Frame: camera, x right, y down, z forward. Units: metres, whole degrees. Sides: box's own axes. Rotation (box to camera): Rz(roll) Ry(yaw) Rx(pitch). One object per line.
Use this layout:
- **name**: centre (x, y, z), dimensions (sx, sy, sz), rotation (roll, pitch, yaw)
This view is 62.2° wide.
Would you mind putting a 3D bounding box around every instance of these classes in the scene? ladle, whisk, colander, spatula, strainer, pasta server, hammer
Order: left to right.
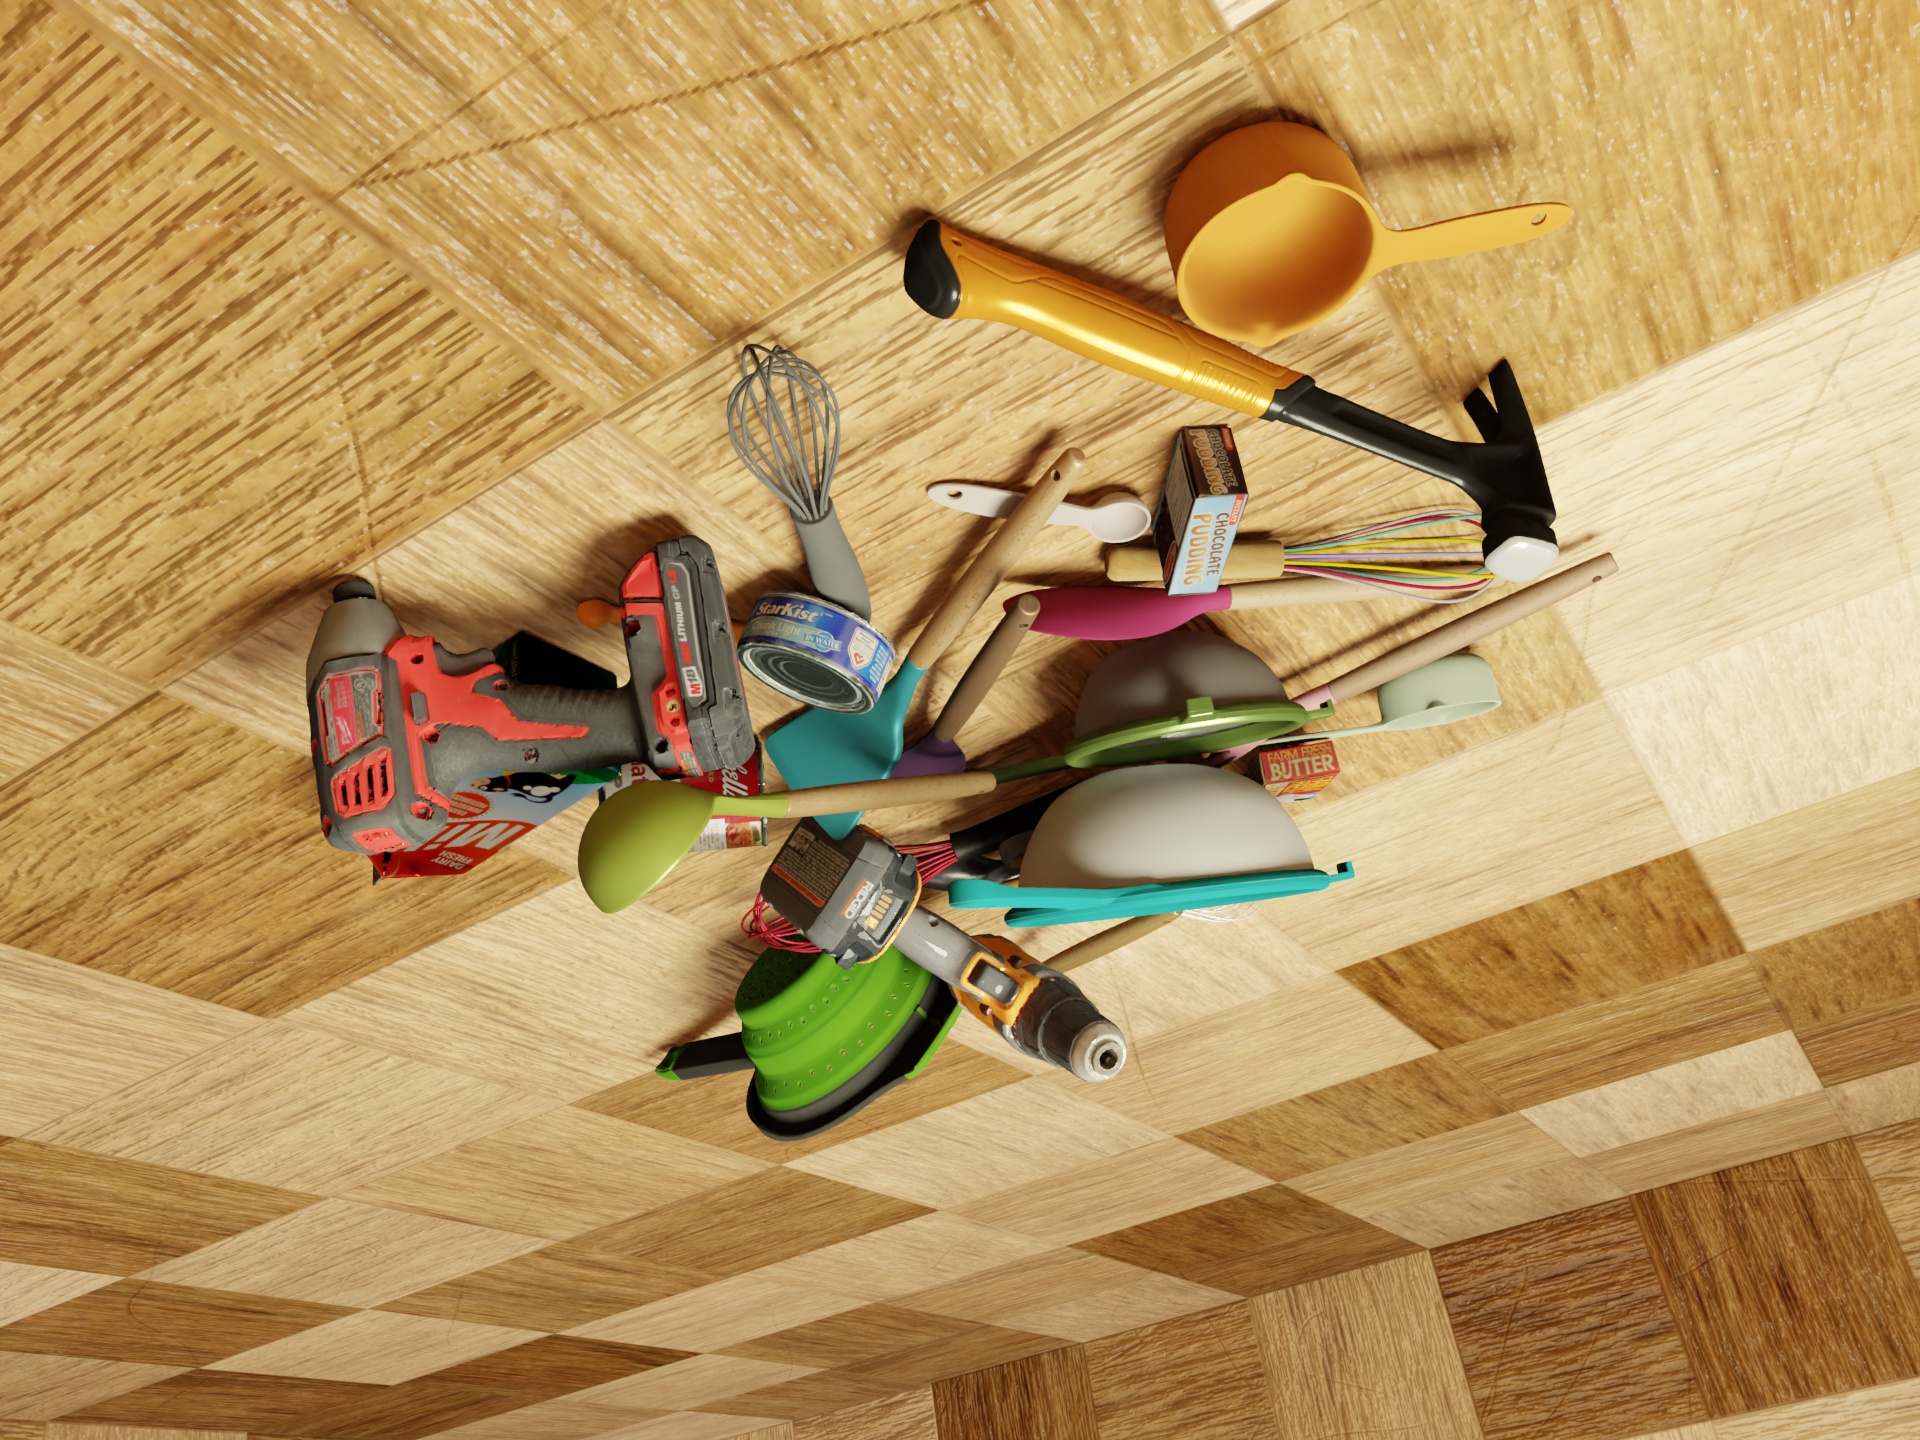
- **colander**: centre (-0.158, 0.235, 1.282), dimensions (0.397, 0.205, 0.094), rotation (-21, 115, 46)
- **whisk**: centre (-0.073, -0.107, 0.810), dimensions (0.055, 0.055, 0.238), rotation (-11, 153, 2)
- **ladle**: centre (-0.079, 0.057, 0.893), dimensions (0.078, 0.062, 0.320), rotation (-28, 165, 37)
- **spatula**: centre (-0.018, -0.045, 0.907), dimensions (0.044, 0.082, 0.317), rotation (-27, 164, -42)
- **whisk**: centre (-0.021, 0.099, 1.145), dimensions (0.296, 0.073, 0.073), rotation (-21, 147, 6)
- **spatula**: centre (-0.002, -0.003, 0.975), dimensions (0.059, 0.018, 0.315), rotation (-3, 159, -16)
- **ladle**: centre (0.085, 0.194, 1.287), dimensions (0.069, 0.031, 0.315), rotation (12, 153, -26)
- **whisk**: centre (0.100, 0.117, 1.207), dimensions (0.284, 0.070, 0.070), rotation (3, 146, -11)
- **strainer**: centre (0.092, 0.072, 0.984), dimensions (0.211, 0.095, 0.340), rotation (-13, 168, 33)
- **strainer**: centre (0.095, -0.007, 1.010), dimensions (0.256, 0.069, 0.151), rotation (-15, 170, 42)
- **hammer**: centre (0.132, -0.165, 0.744), dimensions (0.336, 0.127, 0.034), rotation (16, 143, -19)
- **whisk**: centre (0.205, -0.093, 0.910), dimensions (0.245, 0.047, 0.051), rotation (-2, 149, -6)
- **pasta server**: centre (0.260, -0.036, 1.016), dimensions (0.316, 0.040, 0.060), rotation (-27, 144, 25)

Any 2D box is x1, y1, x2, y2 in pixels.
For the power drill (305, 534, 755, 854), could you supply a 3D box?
- **power drill**: centre (-0.227, -0.021, 0.826), dimensions (0.219, 0.143, 0.078), rotation (-12, 164, -6)

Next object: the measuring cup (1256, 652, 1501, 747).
- **measuring cup**: centre (0.270, -0.012, 1.057), dimensions (0.167, 0.038, 0.083), rotation (-11, 169, 20)

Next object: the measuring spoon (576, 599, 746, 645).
- **measuring spoon**: centre (-0.160, -0.051, 0.905), dimensions (0.116, 0.011, 0.021), rotation (8, 144, -26)

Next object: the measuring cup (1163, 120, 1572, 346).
- **measuring cup**: centre (0.173, -0.221, 0.690), dimensions (0.173, 0.052, 0.095), rotation (-10, 148, -3)

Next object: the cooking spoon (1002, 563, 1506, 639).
- **cooking spoon**: centre (0.179, -0.075, 0.932), dimensions (0.319, 0.069, 0.017), rotation (-5, 120, -15)

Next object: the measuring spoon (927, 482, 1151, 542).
- **measuring spoon**: centre (0.043, -0.119, 0.855), dimensions (0.124, 0.018, 0.034), rotation (7, 147, -13)

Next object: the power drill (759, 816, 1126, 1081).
- **power drill**: centre (-0.004, 0.156, 1.043), dimensions (0.226, 0.185, 0.084), rotation (36, 84, -27)
